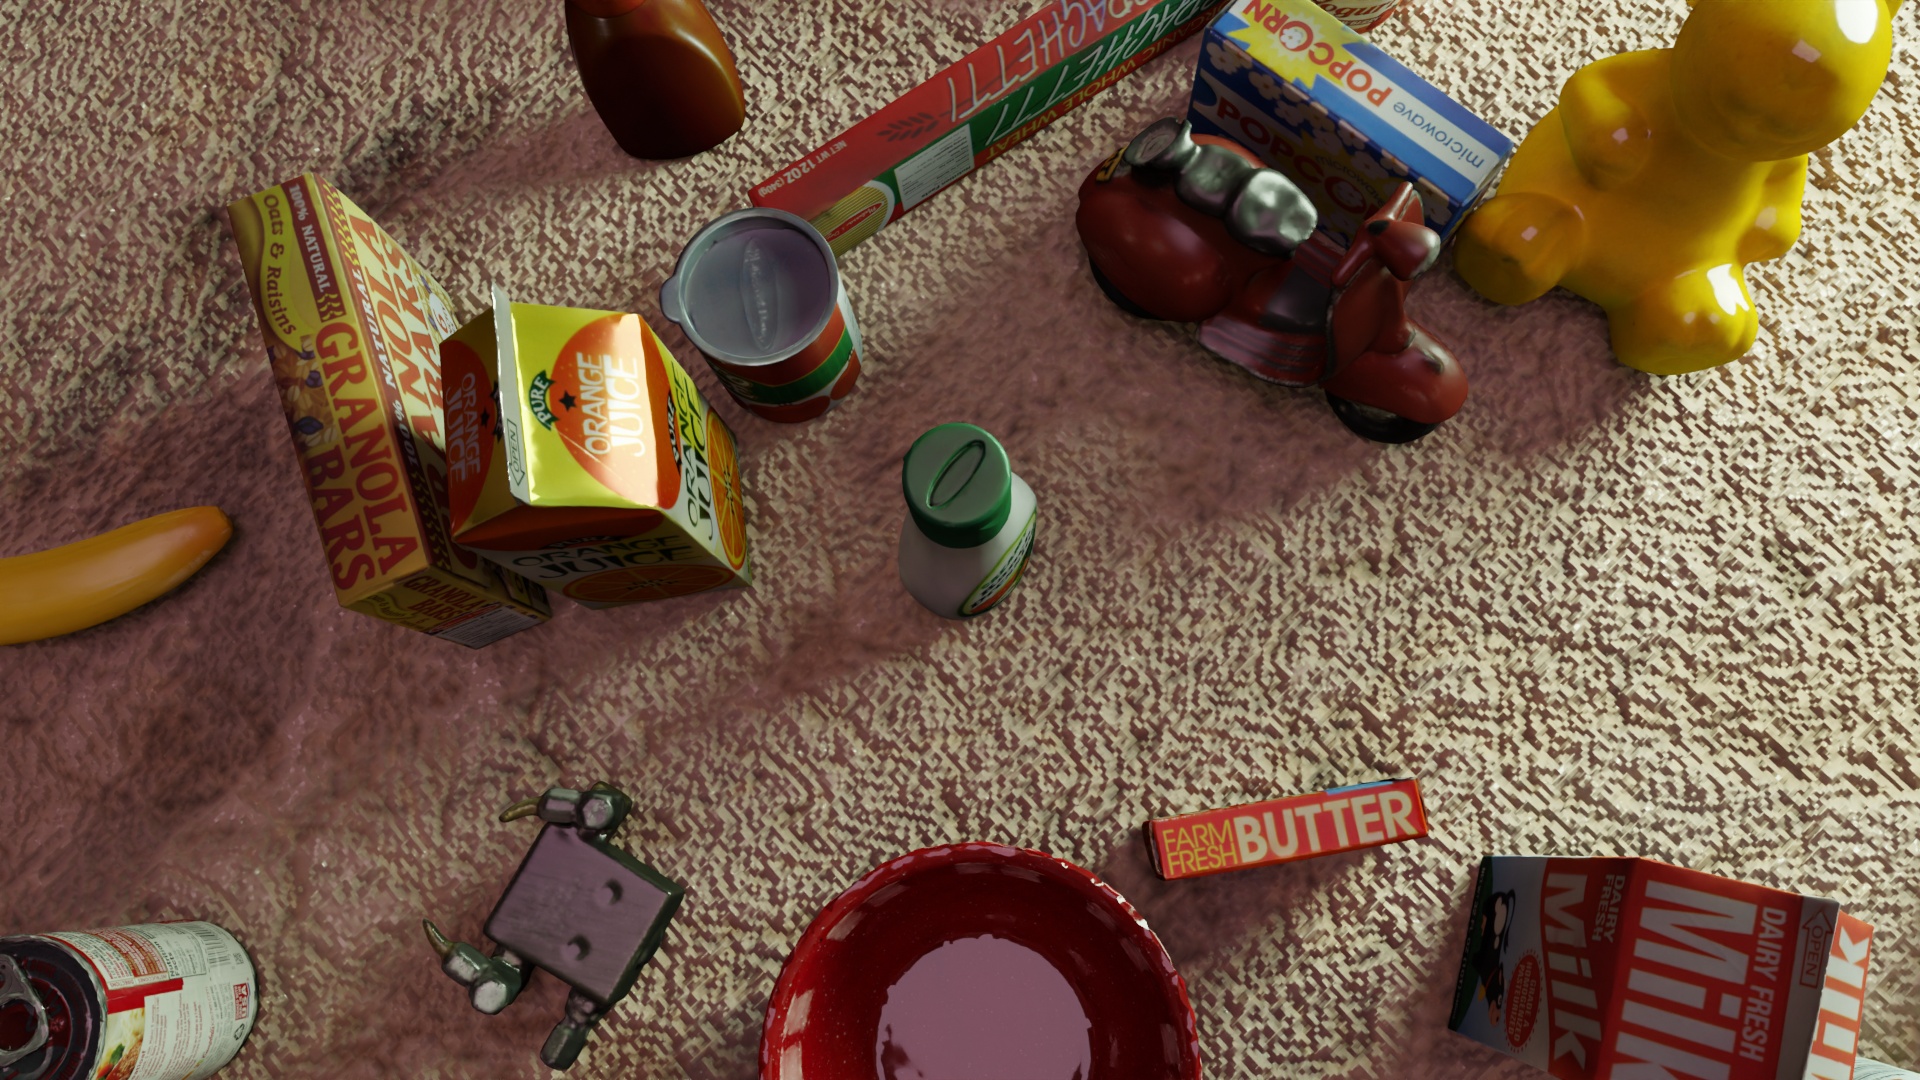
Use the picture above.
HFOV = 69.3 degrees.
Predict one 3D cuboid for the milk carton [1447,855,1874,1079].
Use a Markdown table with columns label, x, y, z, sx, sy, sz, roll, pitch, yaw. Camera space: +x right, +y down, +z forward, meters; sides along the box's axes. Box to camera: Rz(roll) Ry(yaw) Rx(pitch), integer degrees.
| label | x | y | z | sx | sy | sz | roll | pitch | yaw |
| --- | --- | --- | --- | --- | --- | --- | --- | --- | --- |
| milk carton | 0.230 | 0.148 | 0.457 | 0.073 | 0.190 | 0.072 | 15 | 79 | 6 |

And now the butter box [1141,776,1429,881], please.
| label | x | y | z | sx | sy | sz | roll | pitch | yaw |
| --- | --- | --- | --- | --- | --- | --- | --- | --- | --- |
| butter box | 0.124 | 0.112 | 0.541 | 0.103 | 0.053 | 0.024 | -10 | 78 | 1 |

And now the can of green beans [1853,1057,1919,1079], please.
| label | x | y | z | sx | sy | sz | roll | pitch | yaw |
| --- | --- | --- | --- | --- | --- | --- | --- | --- | --- |
| can of green beans | 0.341 | 0.225 | 0.502 | 0.071 | 0.057 | 0.071 | -1 | 78 | 3 |

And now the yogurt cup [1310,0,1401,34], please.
| label | x | y | z | sx | sy | sz | roll | pitch | yaw |
| --- | --- | --- | --- | --- | --- | --- | --- | --- | --- |
| yogurt cup | 0.176 | -0.264 | 0.621 | 0.072 | 0.054 | 0.072 | -1 | 78 | 3 |

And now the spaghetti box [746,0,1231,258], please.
| label | x | y | z | sx | sy | sz | roll | pitch | yaw |
| --- | --- | --- | --- | --- | --- | --- | --- | --- | --- |
| spaghetti box | 0.021 | -0.199 | 0.617 | 0.250 | 0.050 | 0.029 | -33 | 78 | -4 |

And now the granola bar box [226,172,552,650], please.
| label | x | y | z | sx | sy | sz | roll | pitch | yaw |
| --- | --- | --- | --- | --- | --- | --- | --- | --- | --- |
| granola bar box | -0.225 | -0.046 | 0.559 | 0.039 | 0.124 | 0.166 | -21 | 77 | -1 |

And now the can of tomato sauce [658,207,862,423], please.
| label | x | y | z | sx | sy | sz | roll | pitch | yaw |
| --- | --- | --- | --- | --- | --- | --- | --- | --- | --- |
| can of tomato sauce | -0.080 | -0.090 | 0.582 | 0.071 | 0.083 | 0.071 | -1 | 78 | 3 |

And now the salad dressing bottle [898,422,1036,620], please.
| label | x | y | z | sx | sy | sz | roll | pitch | yaw |
| --- | --- | --- | --- | --- | --- | --- | --- | --- | --- |
| salad dressing bottle | 0.002 | -0.007 | 0.526 | 0.044 | 0.147 | 0.064 | 37 | 83 | 10 |

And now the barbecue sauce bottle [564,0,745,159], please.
| label | x | y | z | sx | sy | sz | roll | pitch | yaw |
| --- | --- | --- | --- | --- | --- | --- | --- | --- | --- |
| barbecue sauce bottle | -0.135 | -0.213 | 0.579 | 0.065 | 0.148 | 0.044 | -15 | 78 | 0 |

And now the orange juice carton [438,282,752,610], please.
| label | x | y | z | sx | sy | sz | roll | pitch | yaw |
| --- | --- | --- | --- | --- | --- | --- | --- | --- | --- |
| orange juice carton | -0.135 | -0.028 | 0.515 | 0.073 | 0.192 | 0.072 | -9 | 78 | 2 |

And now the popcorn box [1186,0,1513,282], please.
| label | x | y | z | sx | sy | sz | roll | pitch | yaw |
| --- | --- | --- | --- | --- | --- | --- | --- | --- | --- |
| popcorn box | 0.159 | -0.170 | 0.585 | 0.127 | 0.085 | 0.038 | 39 | 83 | 10 |
